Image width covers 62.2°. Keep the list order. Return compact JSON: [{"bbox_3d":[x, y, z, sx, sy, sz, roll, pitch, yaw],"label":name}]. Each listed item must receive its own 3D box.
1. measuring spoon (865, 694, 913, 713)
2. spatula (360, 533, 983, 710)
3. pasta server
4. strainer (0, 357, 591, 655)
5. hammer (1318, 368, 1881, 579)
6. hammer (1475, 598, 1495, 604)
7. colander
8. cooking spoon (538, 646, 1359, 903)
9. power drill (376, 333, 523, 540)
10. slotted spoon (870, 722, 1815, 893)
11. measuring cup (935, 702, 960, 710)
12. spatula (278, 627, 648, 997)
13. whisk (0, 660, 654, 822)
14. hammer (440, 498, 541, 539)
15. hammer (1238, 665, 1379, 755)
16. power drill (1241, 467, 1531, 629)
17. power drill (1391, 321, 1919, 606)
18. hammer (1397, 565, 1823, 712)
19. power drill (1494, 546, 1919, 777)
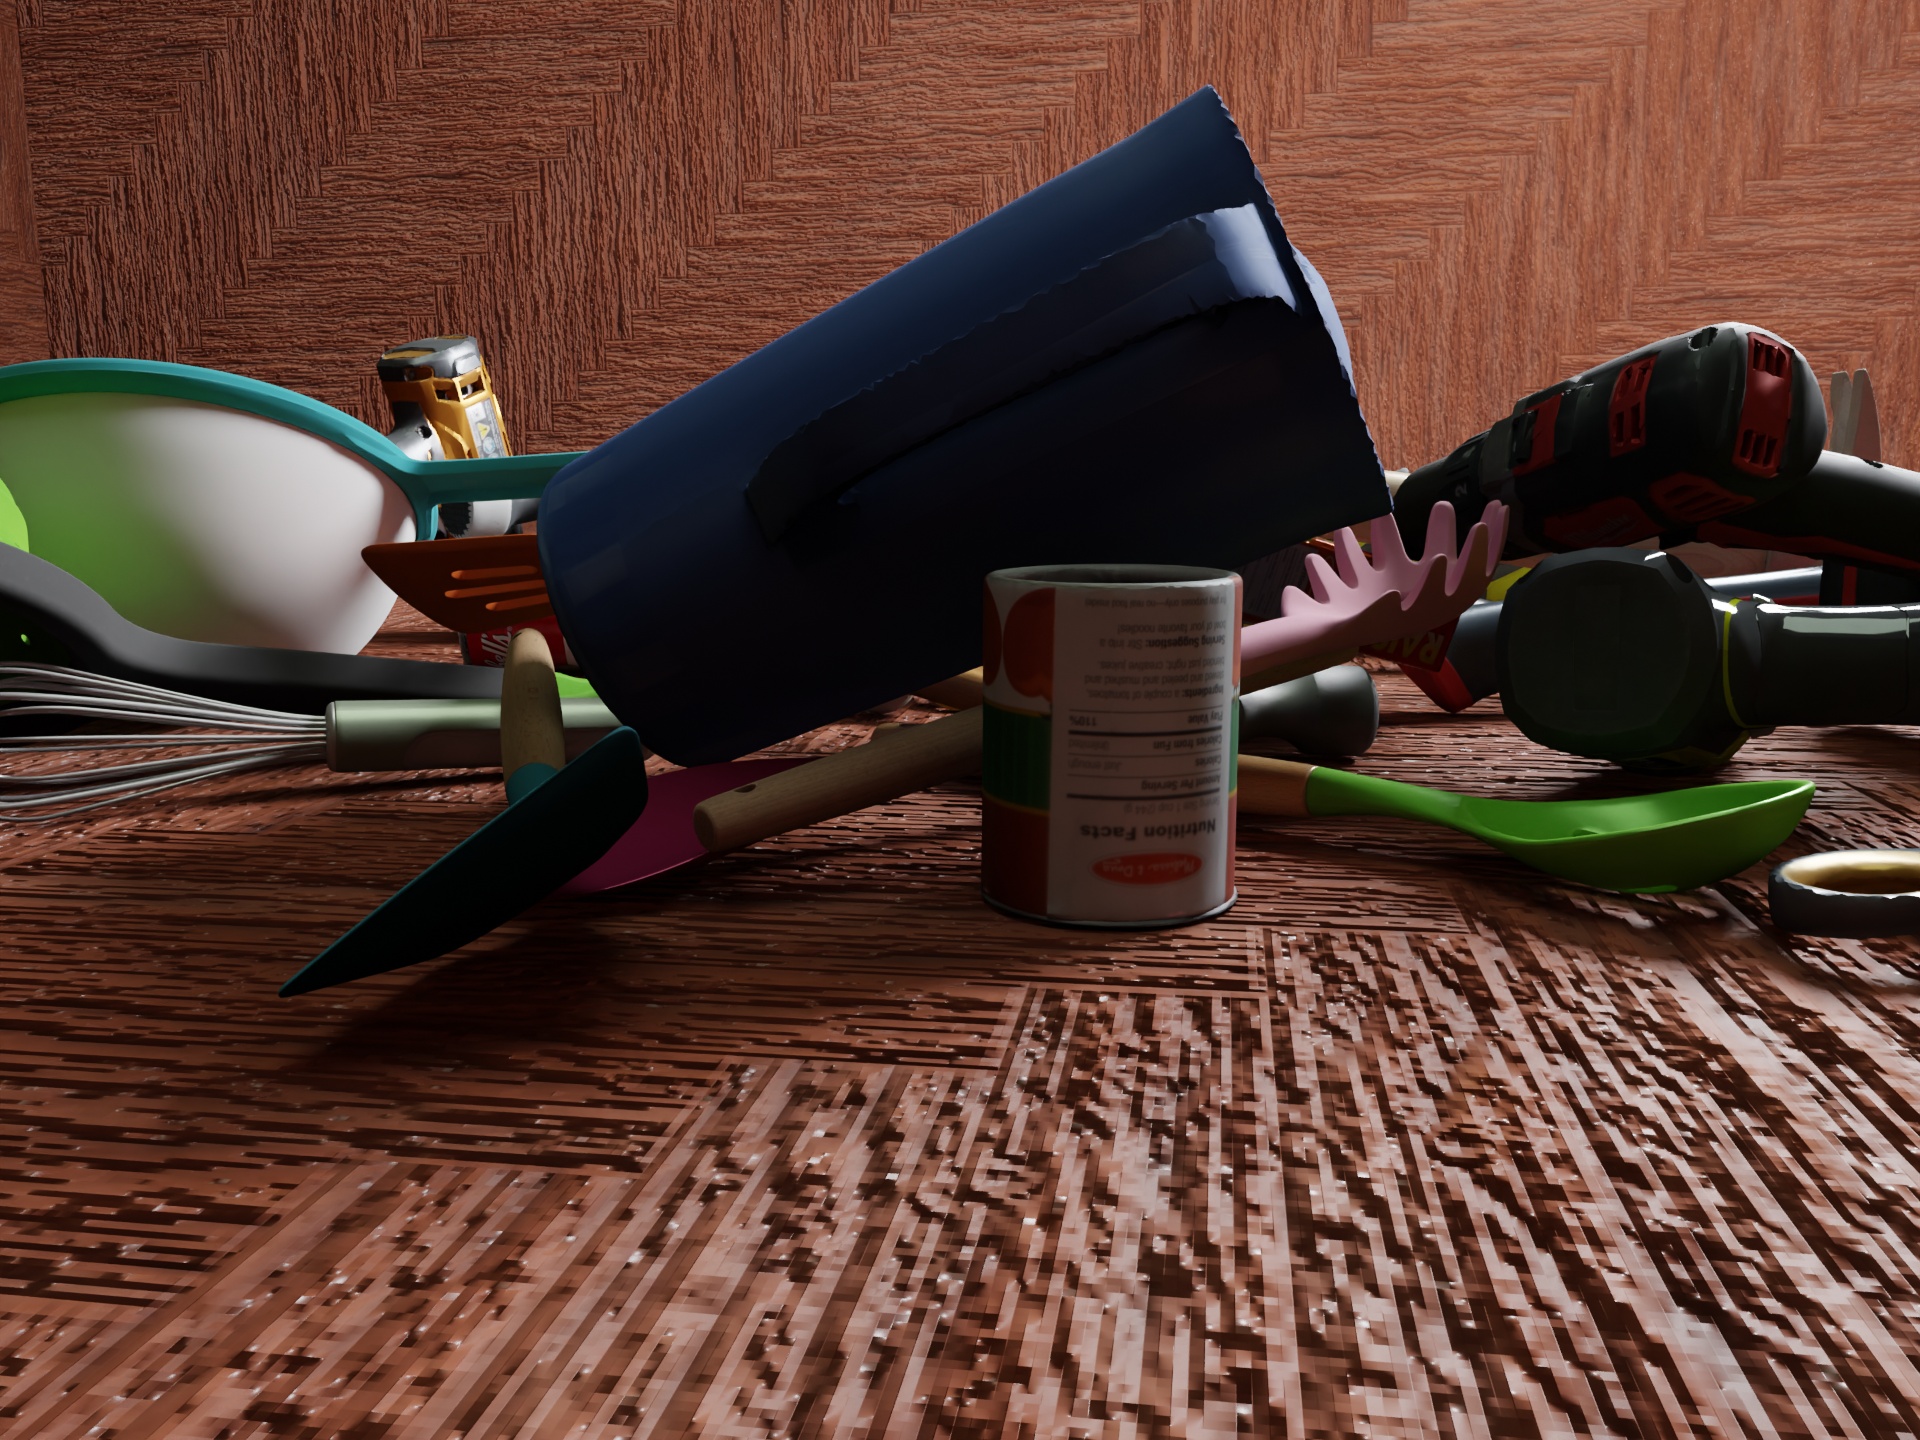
[{"bbox_3d":[-0.001,-0.002,0.667,0.124,0.018,0.034,16,17,37],"label":"measuring spoon"},{"bbox_3d":[-0.064,-0.023,0.588,0.323,0.041,0.081,17,-16,14],"label":"spatula"},{"bbox_3d":[0.060,-0.020,0.483,0.316,0.040,0.060,-18,15,-34],"label":"pasta server"},{"bbox_3d":[-0.273,-0.064,0.681,0.340,0.095,0.210,-4,-20,2],"label":"strainer"},{"bbox_3d":[0.210,-0.106,0.741,0.410,0.146,0.038,6,8,3],"label":"hammer"},{"bbox_3d":[0.150,-0.088,0.841,0.331,0.033,0.128,18,10,11],"label":"hammer"},{"bbox_3d":[-0.317,-0.053,0.562,0.396,0.095,0.204,4,-22,-34],"label":"colander"},{"bbox_3d":[0.005,0.008,0.486,0.319,0.017,0.069,-15,20,-30],"label":"cooking spoon"},{"bbox_3d":[-0.336,-0.105,0.920,0.084,0.185,0.226,4,30,25],"label":"power drill"},{"bbox_3d":[0.088,0.019,0.488,0.314,0.031,0.070,6,11,41],"label":"slotted spoon"},{"bbox_3d":[-0.027,-0.023,0.771,0.062,0.029,0.157,-4,22,-20],"label":"measuring cup"},{"bbox_3d":[-0.125,0.003,0.447,0.082,0.044,0.318,-39,21,-3],"label":"spatula"},{"bbox_3d":[-0.223,0.006,0.543,0.246,0.057,0.059,-1,44,-23],"label":"whisk"},{"bbox_3d":[-0.073,-0.082,0.727,0.149,0.036,0.409,-11,19,-44],"label":"hammer"},{"bbox_3d":[0.064,-0.052,0.763,0.144,0.035,0.406,1,14,-5],"label":"hammer"},{"bbox_3d":[0.262,-0.120,0.879,0.223,0.171,0.080,6,11,16],"label":"power drill"},{"bbox_3d":[0.292,-0.071,0.601,0.226,0.080,0.188,14,-10,-17],"label":"power drill"},{"bbox_3d":[0.378,-0.066,0.694,0.386,0.143,0.038,-5,6,-5],"label":"hammer"},{"bbox_3d":[0.297,-0.013,0.480,0.228,0.080,0.190,0,-4,34],"label":"power drill"}]
